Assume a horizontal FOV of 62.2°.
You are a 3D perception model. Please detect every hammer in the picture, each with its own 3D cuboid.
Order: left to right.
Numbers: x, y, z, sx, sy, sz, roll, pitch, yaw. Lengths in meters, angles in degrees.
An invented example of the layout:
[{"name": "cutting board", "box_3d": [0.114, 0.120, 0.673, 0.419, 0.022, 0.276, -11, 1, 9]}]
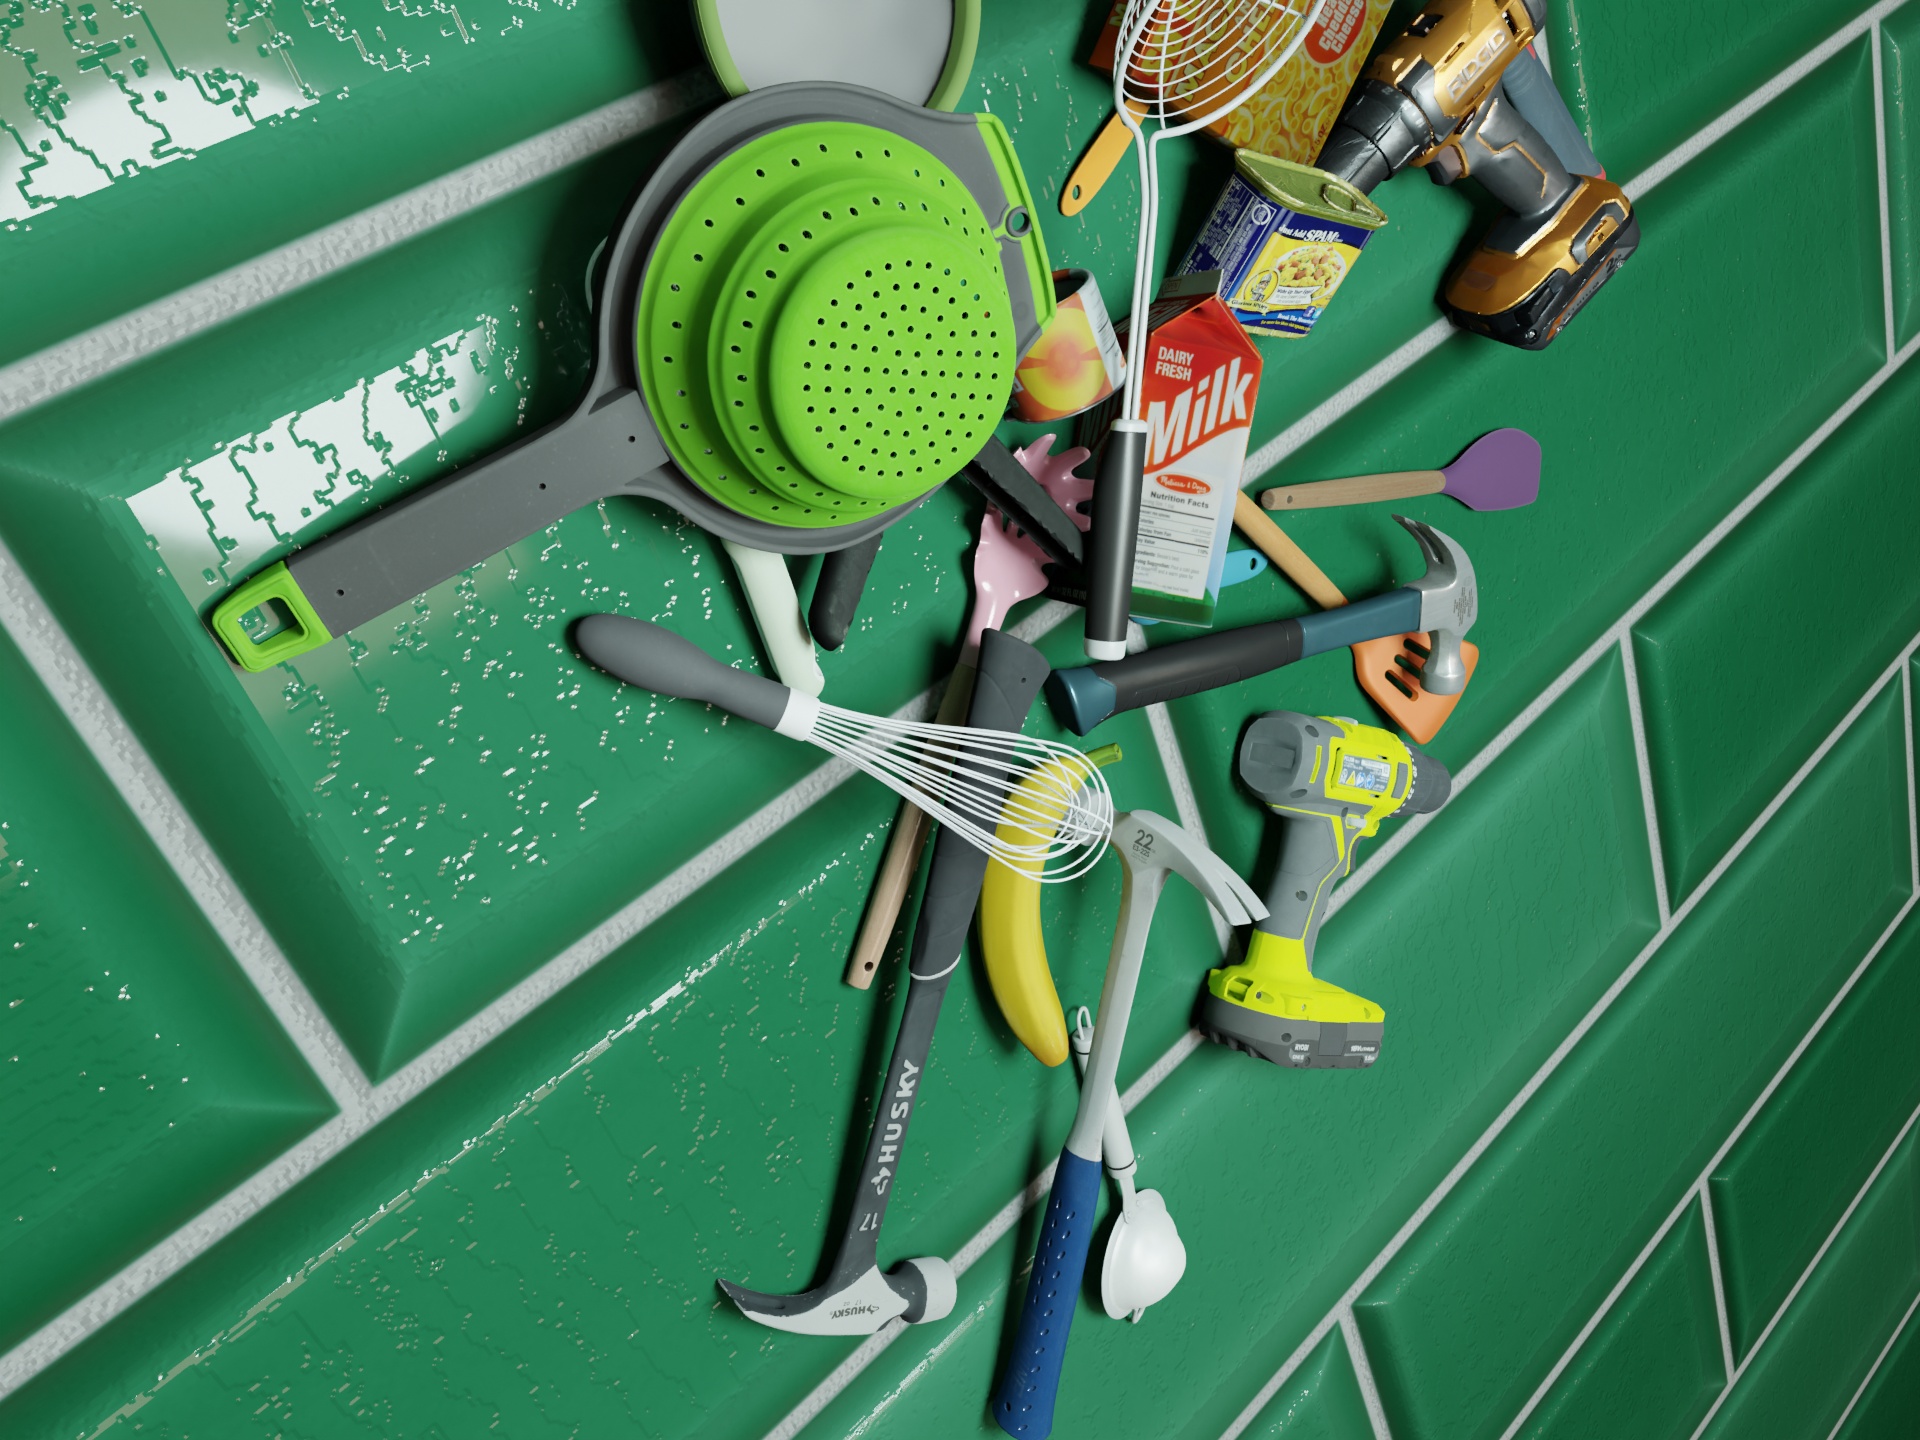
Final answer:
[{"name": "hammer", "box_3d": [-0.024, 0.149, 0.862, 0.149, 0.036, 0.409, 6, 102, -38]}, {"name": "hammer", "box_3d": [0.079, 0.250, 0.949, 0.035, 0.144, 0.405, -4, 110, -45]}, {"name": "hammer", "box_3d": [0.197, -0.046, 0.990, 0.331, 0.033, 0.128, -15, 116, -27]}, {"name": "hammer", "box_3d": [0.332, -0.486, 1.019, 0.385, 0.038, 0.143, 37, 76, -39]}]

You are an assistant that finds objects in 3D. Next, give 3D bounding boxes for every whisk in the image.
[{"name": "whisk", "box_3d": [-0.111, -0.112, 0.747, 0.059, 0.058, 0.246, -17, 119, 2]}, {"name": "whisk", "box_3d": [-0.050, 0.010, 0.767, 0.284, 0.070, 0.070, 21, 87, -17]}]

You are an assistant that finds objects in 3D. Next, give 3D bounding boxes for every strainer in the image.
[{"name": "strainer", "box_3d": [-0.077, -0.272, 0.719, 0.151, 0.069, 0.256, 0, 105, -41]}, {"name": "strainer", "box_3d": [0.107, 0.295, 1.027, 0.087, 0.050, 0.258, -38, 120, -45]}]

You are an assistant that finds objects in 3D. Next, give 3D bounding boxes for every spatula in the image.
[{"name": "spatula", "box_3d": [0.238, -0.087, 1.034, 0.322, 0.041, 0.081, 34, 87, -41]}, {"name": "spatula", "box_3d": [0.314, -0.165, 1.095, 0.316, 0.018, 0.059, -12, 108, -38]}]

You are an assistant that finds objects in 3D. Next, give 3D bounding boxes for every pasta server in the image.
[{"name": "pasta server", "box_3d": [-0.001, -0.003, 0.864, 0.060, 0.040, 0.316, 20, 89, -22]}]

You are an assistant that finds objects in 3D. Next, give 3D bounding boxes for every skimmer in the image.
[{"name": "skimmer", "box_3d": [0.113, -0.203, 0.781, 0.127, 0.090, 0.363, -11, 111, -50]}]

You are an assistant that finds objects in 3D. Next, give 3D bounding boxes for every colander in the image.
[{"name": "colander", "box_3d": [-0.112, -0.117, 0.653, 0.397, 0.095, 0.204, -31, 125, -14]}]

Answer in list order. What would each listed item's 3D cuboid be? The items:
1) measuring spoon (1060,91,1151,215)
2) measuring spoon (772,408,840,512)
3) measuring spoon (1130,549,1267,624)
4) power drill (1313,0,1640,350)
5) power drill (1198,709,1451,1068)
[{"name": "measuring spoon", "box_3d": [0.085, -0.325, 0.875, 0.117, 0.011, 0.021, -57, 137, -9]}, {"name": "measuring spoon", "box_3d": [-0.069, -0.154, 0.790, 0.034, 0.018, 0.124, 23, 79, -38]}, {"name": "measuring spoon", "box_3d": [0.152, -0.087, 0.979, 0.128, 0.021, 0.042, -17, 111, -36]}, {"name": "power drill", "box_3d": [0.320, -0.335, 1.010, 0.185, 0.084, 0.226, -47, 128, 2]}, {"name": "power drill", "box_3d": [0.253, 0.113, 1.078, 0.190, 0.080, 0.228, 11, 91, -40]}]
